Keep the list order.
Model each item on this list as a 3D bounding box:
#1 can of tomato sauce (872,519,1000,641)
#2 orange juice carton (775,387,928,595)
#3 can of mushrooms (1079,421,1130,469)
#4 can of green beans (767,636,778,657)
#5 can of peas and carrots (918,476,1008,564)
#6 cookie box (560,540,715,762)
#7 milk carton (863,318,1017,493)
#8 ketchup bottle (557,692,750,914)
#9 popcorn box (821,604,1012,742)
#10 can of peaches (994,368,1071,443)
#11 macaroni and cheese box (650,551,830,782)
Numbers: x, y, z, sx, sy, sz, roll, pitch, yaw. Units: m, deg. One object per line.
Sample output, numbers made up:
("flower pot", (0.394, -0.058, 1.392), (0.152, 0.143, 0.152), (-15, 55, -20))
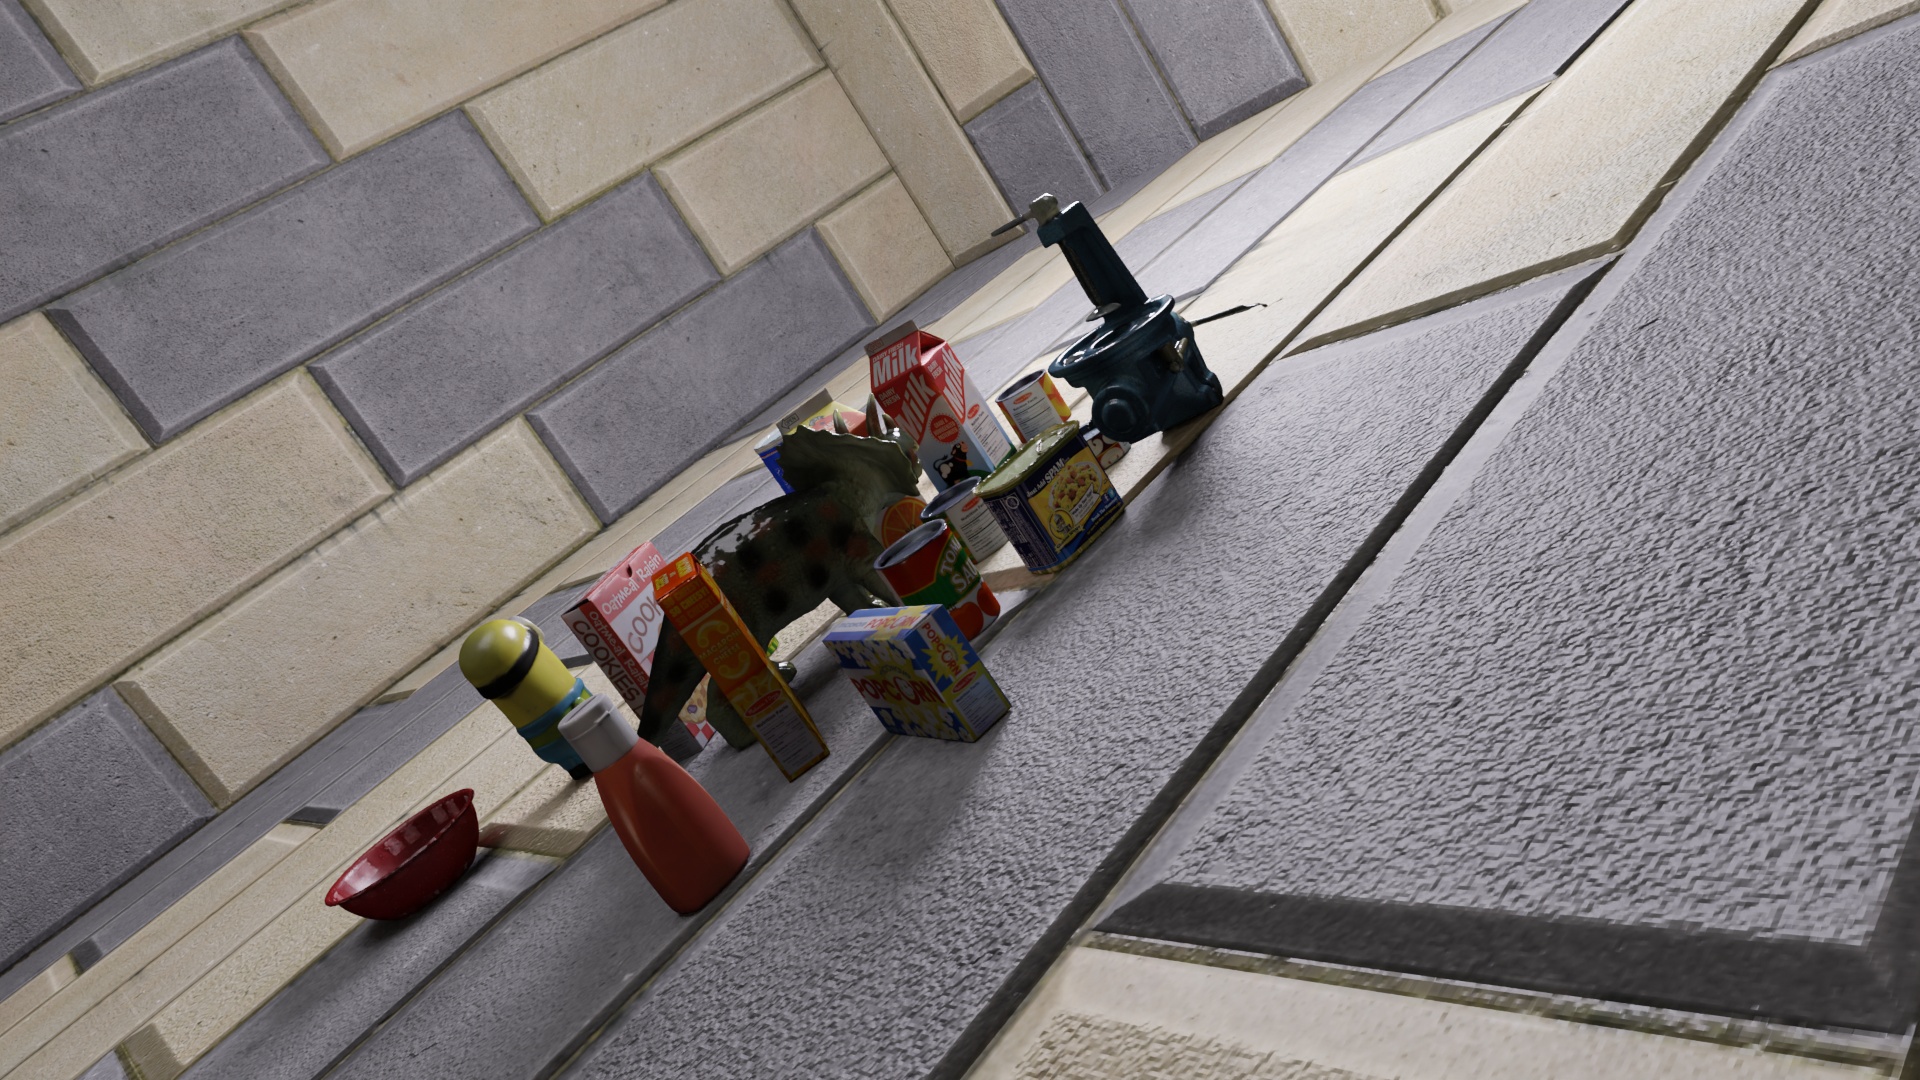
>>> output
("can of tomato sauce", (-0.016, 0.035, 1.074), (0.071, 0.083, 0.071), (-31, 14, 9))
("orange juice carton", (-0.097, -0.048, 1.306), (0.072, 0.192, 0.073), (-43, 16, -34))
("can of mushrooms", (0.120, -0.085, 1.282), (0.071, 0.033, 0.071), (-31, 14, 9))
("can of green beans", (-0.222, 0.097, 1.376), (0.071, 0.057, 0.071), (-31, 14, 9))
("can of peas and carrots", (0.004, -0.016, 1.252), (0.071, 0.058, 0.071), (-31, 14, 9))
("cookie box", (-0.269, 0.098, 1.249), (0.040, 0.167, 0.123), (-28, 15, 23))
("milk carton", (-0.025, -0.138, 1.458), (0.072, 0.190, 0.074), (-25, 16, 32))
("ketchup bottle", (-0.201, 0.167, 0.900), (0.043, 0.148, 0.065), (-19, 20, 47))
("popcorn box", (-0.032, 0.088, 0.925), (0.038, 0.085, 0.126), (-40, 15, -26))
("can of peaches", (0.081, -0.149, 1.535), (0.071, 0.058, 0.071), (-31, 14, 9))
("macaroni and cheese box", (-0.168, 0.091, 1.048), (0.040, 0.166, 0.124), (-35, 14, -8))
